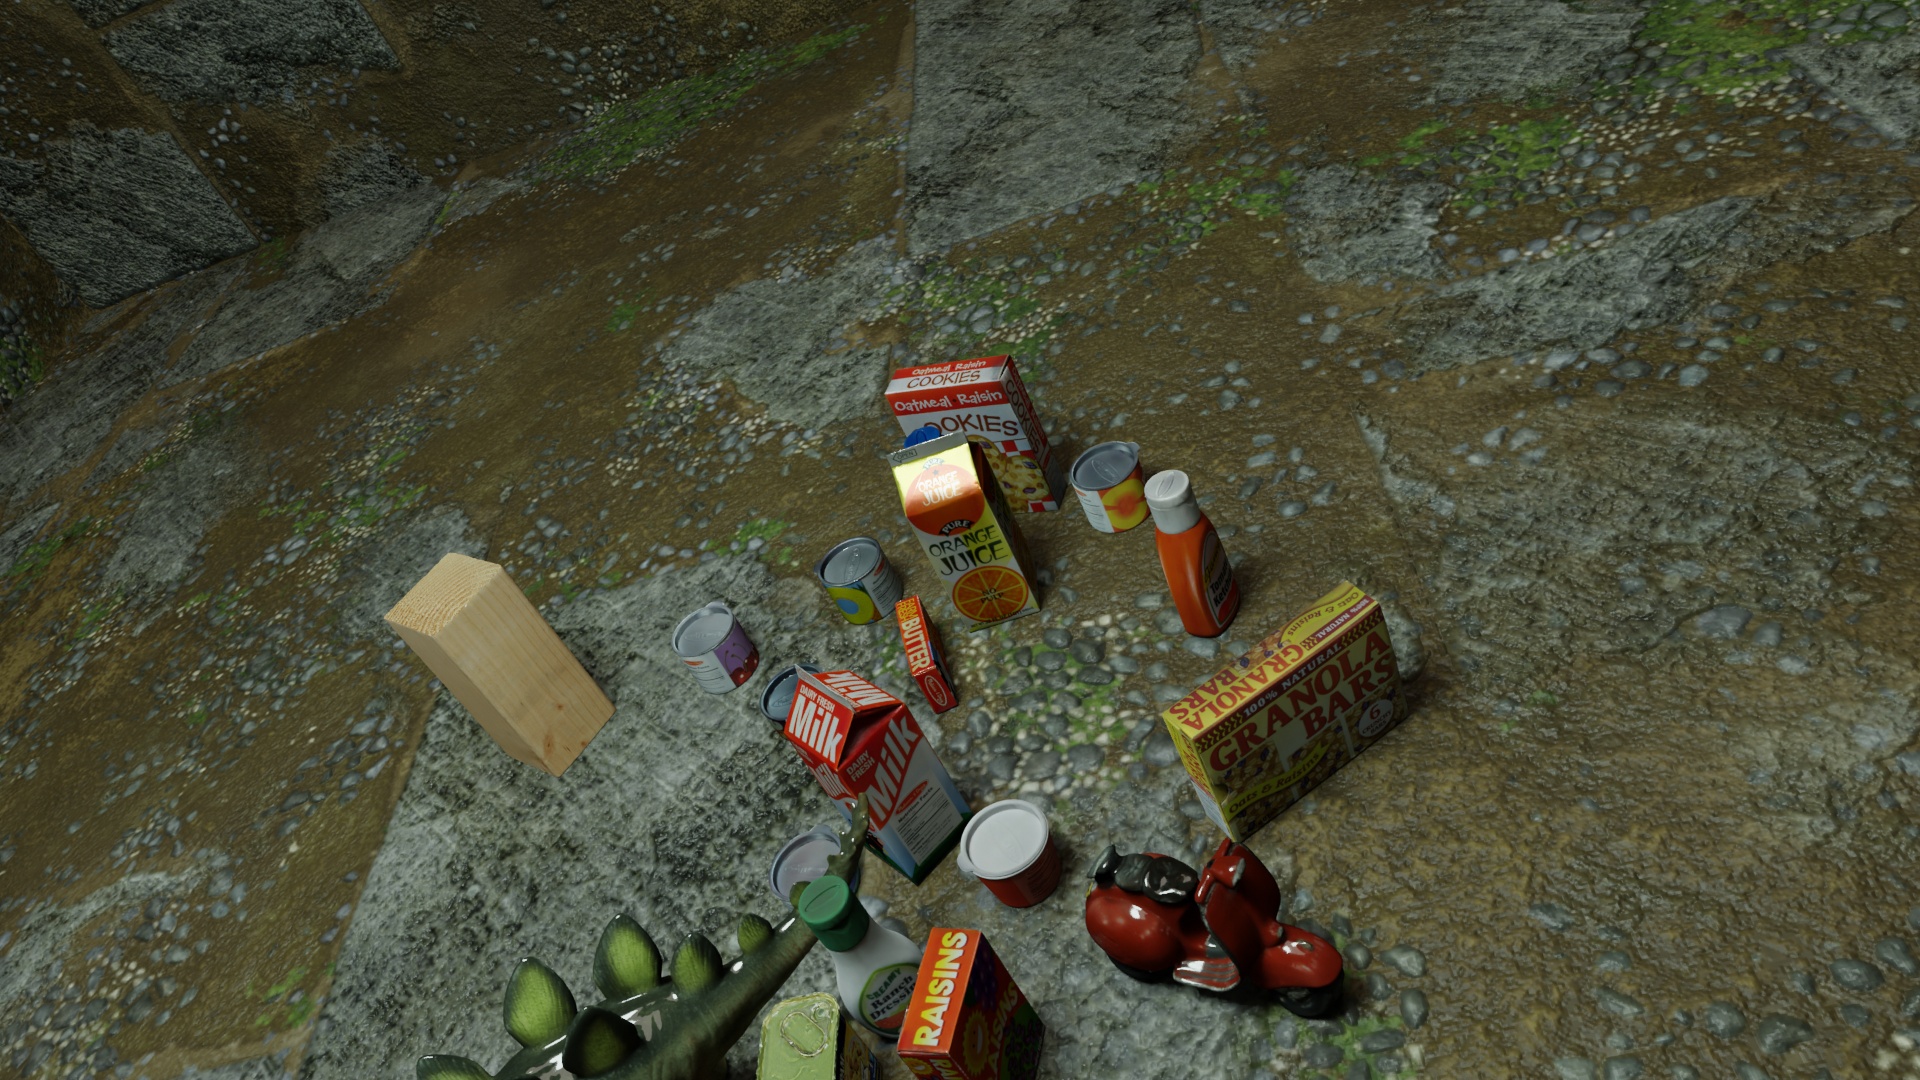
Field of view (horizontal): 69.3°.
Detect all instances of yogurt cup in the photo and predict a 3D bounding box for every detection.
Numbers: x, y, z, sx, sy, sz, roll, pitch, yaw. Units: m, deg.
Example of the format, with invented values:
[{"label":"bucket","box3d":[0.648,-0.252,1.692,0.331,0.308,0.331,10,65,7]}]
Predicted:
[{"label":"yogurt cup","box3d":[0.041,0.234,1.028,0.072,0.053,0.073,-16,39,14]}]

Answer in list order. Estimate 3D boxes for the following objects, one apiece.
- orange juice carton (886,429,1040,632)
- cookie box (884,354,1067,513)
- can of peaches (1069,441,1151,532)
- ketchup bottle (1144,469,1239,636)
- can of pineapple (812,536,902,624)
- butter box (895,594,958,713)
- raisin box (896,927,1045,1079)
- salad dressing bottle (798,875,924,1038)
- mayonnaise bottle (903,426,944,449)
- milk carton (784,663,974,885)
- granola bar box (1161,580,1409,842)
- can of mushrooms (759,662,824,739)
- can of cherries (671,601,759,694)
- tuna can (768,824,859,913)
[{"label":"orange juice carton","box3d":[0.004,-0.015,1.227,0.072,0.192,0.073,-18,38,12]},{"label":"cookie box","box3d":[0.017,-0.097,1.336,0.123,0.166,0.040,-4,43,27]},{"label":"can of peaches","box3d":[0.144,-0.050,1.296,0.071,0.057,0.071,-16,39,14]},{"label":"ketchup bottle","box3d":[0.186,0.008,1.128,0.043,0.148,0.065,4,47,34]},{"label":"can of pineapple","box3d":[-0.097,0.039,1.335,0.071,0.057,0.071,-16,39,14]},{"label":"butter box","box3d":[-0.031,0.100,1.228,0.024,0.053,0.104,-24,37,5]},{"label":"raisin box","box3d":[0.009,0.318,0.891,0.040,0.123,0.086,-6,42,26]},{"label":"salad dressing bottle","box3d":[-0.064,0.286,0.953,0.064,0.147,0.044,-35,38,-10]},{"label":"mayonnaise bottle","box3d":[-0.009,-0.041,1.301,0.041,0.147,0.065,-23,37,5]},{"label":"milk carton","box3d":[-0.067,0.169,1.056,0.074,0.189,0.072,-44,40,-20]},{"label":"granola bar box","box3d":[0.235,0.123,0.985,0.166,0.123,0.039,-34,38,-9]},{"label":"can of mushrooms","box3d":[-0.145,0.148,1.256,0.071,0.033,0.071,-16,39,14]},{"label":"can of cherries","box3d":[-0.234,0.103,1.340,0.071,0.058,0.072,-16,39,14]},{"label":"tuna can","box3d":[-0.115,0.264,1.102,0.071,0.032,0.071,-16,39,14]}]
